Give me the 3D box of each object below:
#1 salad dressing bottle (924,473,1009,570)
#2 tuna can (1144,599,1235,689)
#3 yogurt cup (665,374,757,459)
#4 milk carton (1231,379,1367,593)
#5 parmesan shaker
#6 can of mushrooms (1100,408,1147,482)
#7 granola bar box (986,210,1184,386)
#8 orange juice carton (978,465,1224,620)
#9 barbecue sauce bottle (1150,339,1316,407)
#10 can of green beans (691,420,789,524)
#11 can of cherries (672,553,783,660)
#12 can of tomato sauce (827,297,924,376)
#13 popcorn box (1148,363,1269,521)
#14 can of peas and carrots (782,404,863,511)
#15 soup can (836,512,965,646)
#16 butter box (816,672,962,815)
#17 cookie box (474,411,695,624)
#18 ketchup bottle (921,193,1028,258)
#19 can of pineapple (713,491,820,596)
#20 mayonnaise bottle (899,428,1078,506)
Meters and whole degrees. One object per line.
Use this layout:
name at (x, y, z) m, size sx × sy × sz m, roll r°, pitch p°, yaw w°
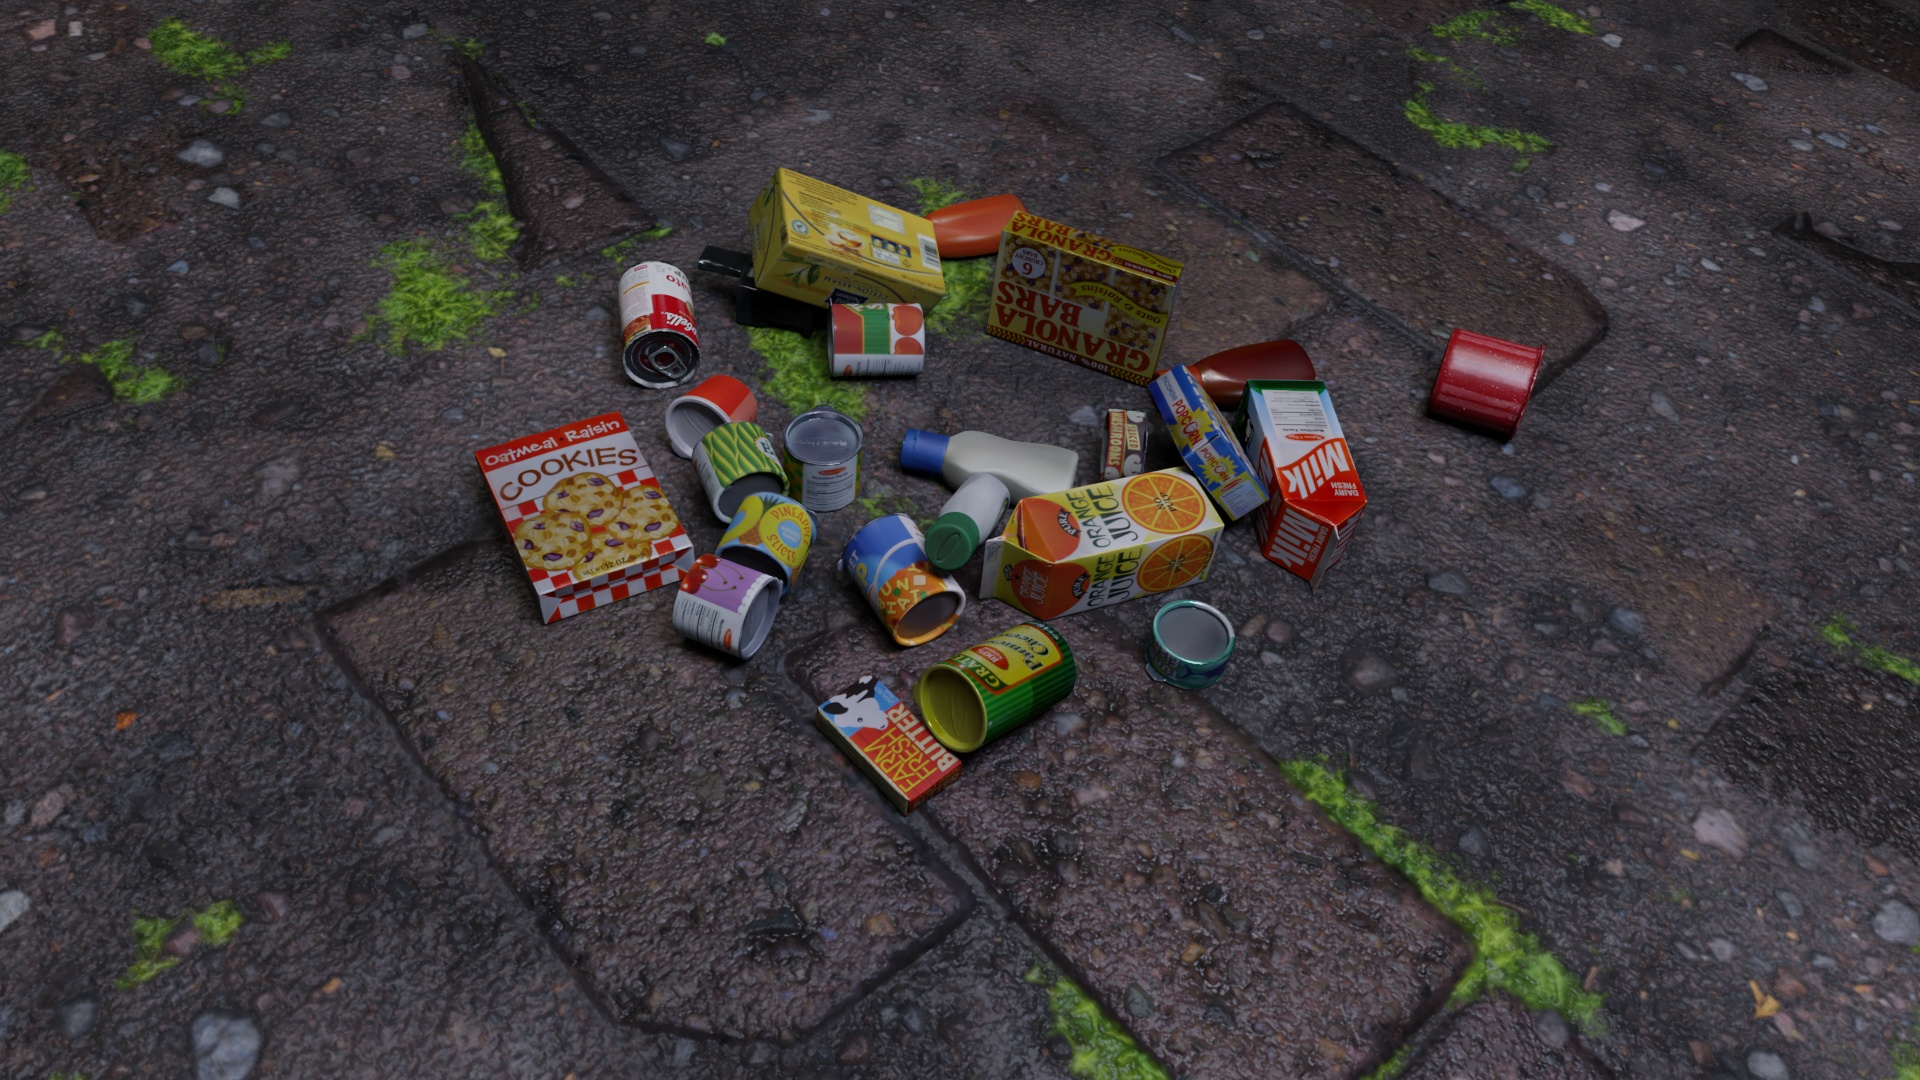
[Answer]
salad dressing bottle at (0.004, -0.014, 1.094) m, size 0.044 × 0.064 × 0.148 m, roll 38°, pitch 19°, yaw -1°
tuna can at (0.177, 0.082, 1.085) m, size 0.071 × 0.032 × 0.071 m, roll 4°, pitch 48°, yaw -4°
yogurt cup at (-0.209, -0.105, 1.183) m, size 0.072 × 0.072 × 0.054 m, roll 20°, pitch 41°, yaw 11°
milk carton at (0.291, -0.049, 1.191) m, size 0.073 × 0.072 × 0.191 m, roll 1°, pitch 47°, yaw -7°
parmesan shaker at (0.026, 0.103, 1.010) m, size 0.071 × 0.071 × 0.103 m, roll 41°, pitch 40°, yaw 26°
can of mushrooms at (0.141, -0.081, 1.200) m, size 0.033 × 0.070 × 0.071 m, roll 6°, pitch 48°, yaw 0°
granola bar box at (0.113, -0.223, 1.288) m, size 0.166 × 0.123 × 0.039 m, roll 20°, pitch 49°, yaw 11°
orange juice carton at (0.106, 0.005, 1.119) m, size 0.193 × 0.071 × 0.073 m, roll -12°, pitch 51°, yaw -18°
barbecue sauce bottle at (0.252, -0.151, 1.295) m, size 0.149 × 0.043 × 0.065 m, roll -10°, pitch 50°, yaw -15°
can of green beans at (-0.180, -0.055, 1.138) m, size 0.071 × 0.071 × 0.058 m, roll -16°, pitch 53°, yaw -20°
can of cherries at (-0.175, 0.048, 1.048) m, size 0.058 × 0.071 × 0.072 m, roll 19°, pitch 49°, yaw 11°
can of tomato sauce at (-0.078, -0.185, 1.266) m, size 0.083 × 0.070 × 0.071 m, roll -2°, pitch 49°, yaw -10°
popcorn box at (0.211, -0.086, 1.186) m, size 0.038 × 0.085 × 0.127 m, roll -34°, pitch 33°, yaw 15°
can of peas and carrots at (-0.116, -0.068, 1.164) m, size 0.071 × 0.058 × 0.071 m, roll 4°, pitch 47°, yaw -4°
soup can at (-0.046, 0.032, 1.079) m, size 0.071 × 0.071 × 0.084 m, roll -21°, pitch 54°, yaw -23°
butter box at (-0.052, 0.146, 1.004) m, size 0.053 × 0.024 × 0.104 m, roll -33°, pitch 59°, yaw -30°
cookie box at (-0.302, -0.024, 1.112) m, size 0.123 × 0.040 × 0.168 m, roll -19°, pitch 54°, yaw -22°
ketchup bottle at (-0.005, -0.313, 1.406) m, size 0.149 × 0.043 × 0.065 m, roll -15°, pitch 51°, yaw -20°
can of pineapple at (-0.152, 0.004, 1.088) m, size 0.071 × 0.070 × 0.058 m, roll 15°, pitch 49°, yaw 6°
mayonnaise bottle at (0.024, -0.063, 1.190) m, size 0.148 × 0.041 × 0.065 m, roll 13°, pitch 47°, yaw 6°
